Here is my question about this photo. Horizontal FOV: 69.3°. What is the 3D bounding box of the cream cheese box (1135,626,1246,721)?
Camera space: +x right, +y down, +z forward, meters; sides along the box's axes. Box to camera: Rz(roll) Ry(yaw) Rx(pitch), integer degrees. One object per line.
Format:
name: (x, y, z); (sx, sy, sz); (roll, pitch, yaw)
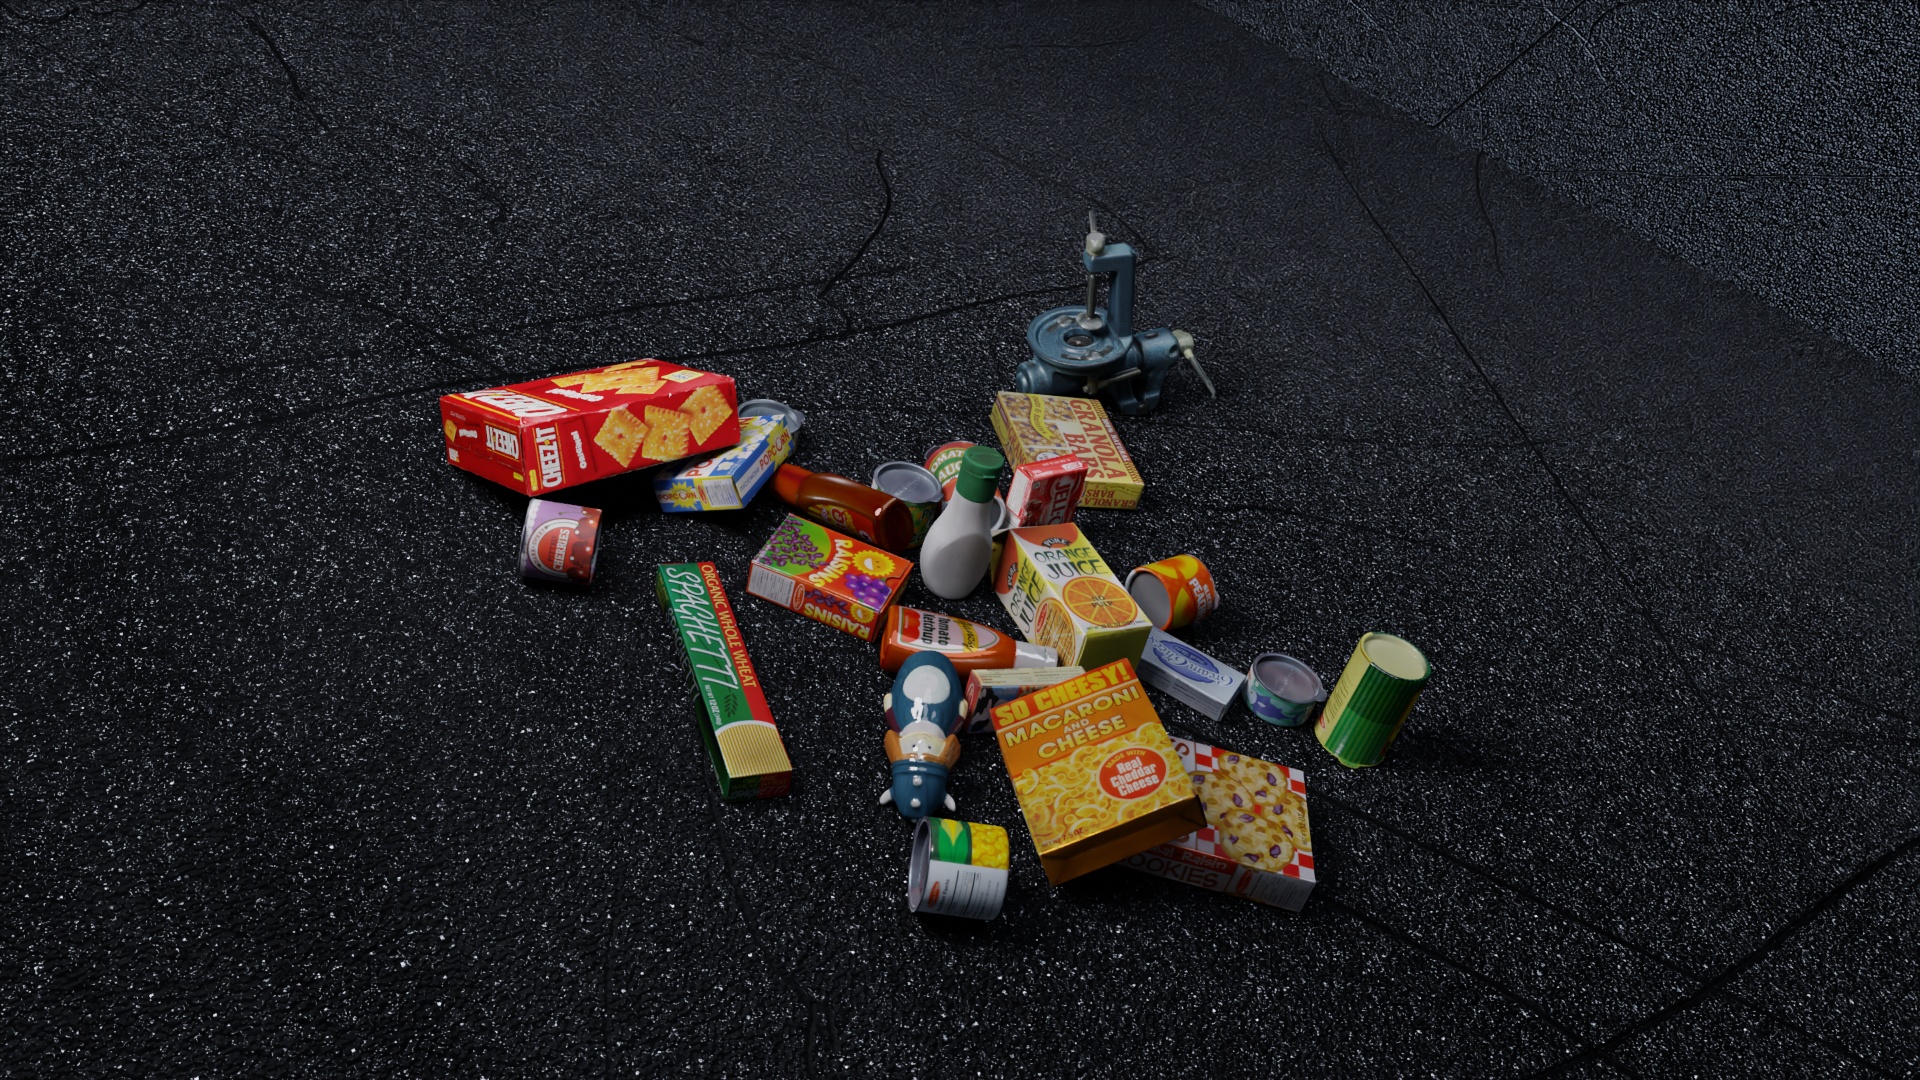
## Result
cream cheese box: (0.200, 0.119, 1.254); (0.104, 0.024, 0.053); (28, 38, 17)

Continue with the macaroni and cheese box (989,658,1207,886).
macaroni and cheese box: (0.101, 0.174, 1.067); (0.124, 0.040, 0.167); (-20, 34, -1)

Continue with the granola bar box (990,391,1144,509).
granola bar box: (0.113, -0.097, 1.502); (0.124, 0.038, 0.166); (3, 37, -18)

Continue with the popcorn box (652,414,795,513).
popcorn box: (-0.221, -0.073, 1.305); (0.085, 0.038, 0.127); (-3, 29, 21)

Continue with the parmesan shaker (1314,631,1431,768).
parmesan shaker: (0.362, 0.141, 1.221); (0.071, 0.102, 0.072); (11, 35, -8)

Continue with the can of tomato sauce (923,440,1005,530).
can of tomato sauce: (0.003, -0.049, 1.364); (0.071, 0.070, 0.083); (3, 37, -19)

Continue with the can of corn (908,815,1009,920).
can of corn: (-0.002, 0.230, 0.982); (0.058, 0.070, 0.071); (10, 35, -11)

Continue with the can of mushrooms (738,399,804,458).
can of mushrooms: (-0.193, -0.111, 1.400); (0.071, 0.033, 0.071); (11, 35, -7)

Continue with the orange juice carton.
orange juice carton: (0.089, 0.047, 1.265); (0.072, 0.072, 0.193); (-5, 40, -27)

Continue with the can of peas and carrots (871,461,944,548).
can of peas and carrots: (-0.054, -0.033, 1.328); (0.071, 0.058, 0.071); (11, 36, -8)

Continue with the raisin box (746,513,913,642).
raisin box: (-0.115, 0.032, 1.232); (0.123, 0.039, 0.086); (22, 34, 6)

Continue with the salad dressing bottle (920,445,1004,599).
salad dressing bottle: (0.004, -0.016, 1.251); (0.064, 0.146, 0.044); (0, 38, -23)

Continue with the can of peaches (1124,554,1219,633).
can of peaches: (0.198, 0.051, 1.308); (0.058, 0.070, 0.071); (-14, 45, -35)

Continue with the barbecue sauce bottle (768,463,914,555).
barbecue sauce bottle: (-0.114, -0.034, 1.294); (0.149, 0.064, 0.044); (22, 62, 33)

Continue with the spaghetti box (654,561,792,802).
spaghetti box: (-0.194, 0.104, 1.108); (0.050, 0.028, 0.251); (-2, 39, -26)

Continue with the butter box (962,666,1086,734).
butter box: (0.054, 0.132, 1.151); (0.104, 0.052, 0.024); (0, 35, -23)

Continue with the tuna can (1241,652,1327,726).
tuna can: (0.293, 0.137, 1.260); (0.071, 0.032, 0.071); (11, 35, -8)

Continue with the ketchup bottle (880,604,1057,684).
ketchup bottle: (0.007, 0.096, 1.189); (0.149, 0.043, 0.065); (12, 35, -8)

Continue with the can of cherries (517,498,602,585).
can of cherries: (-0.333, 0.003, 1.157); (0.058, 0.071, 0.072); (10, 35, -11)

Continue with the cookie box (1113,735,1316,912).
cookie box: (0.192, 0.216, 1.103); (0.167, 0.040, 0.123); (15, 35, -2)
